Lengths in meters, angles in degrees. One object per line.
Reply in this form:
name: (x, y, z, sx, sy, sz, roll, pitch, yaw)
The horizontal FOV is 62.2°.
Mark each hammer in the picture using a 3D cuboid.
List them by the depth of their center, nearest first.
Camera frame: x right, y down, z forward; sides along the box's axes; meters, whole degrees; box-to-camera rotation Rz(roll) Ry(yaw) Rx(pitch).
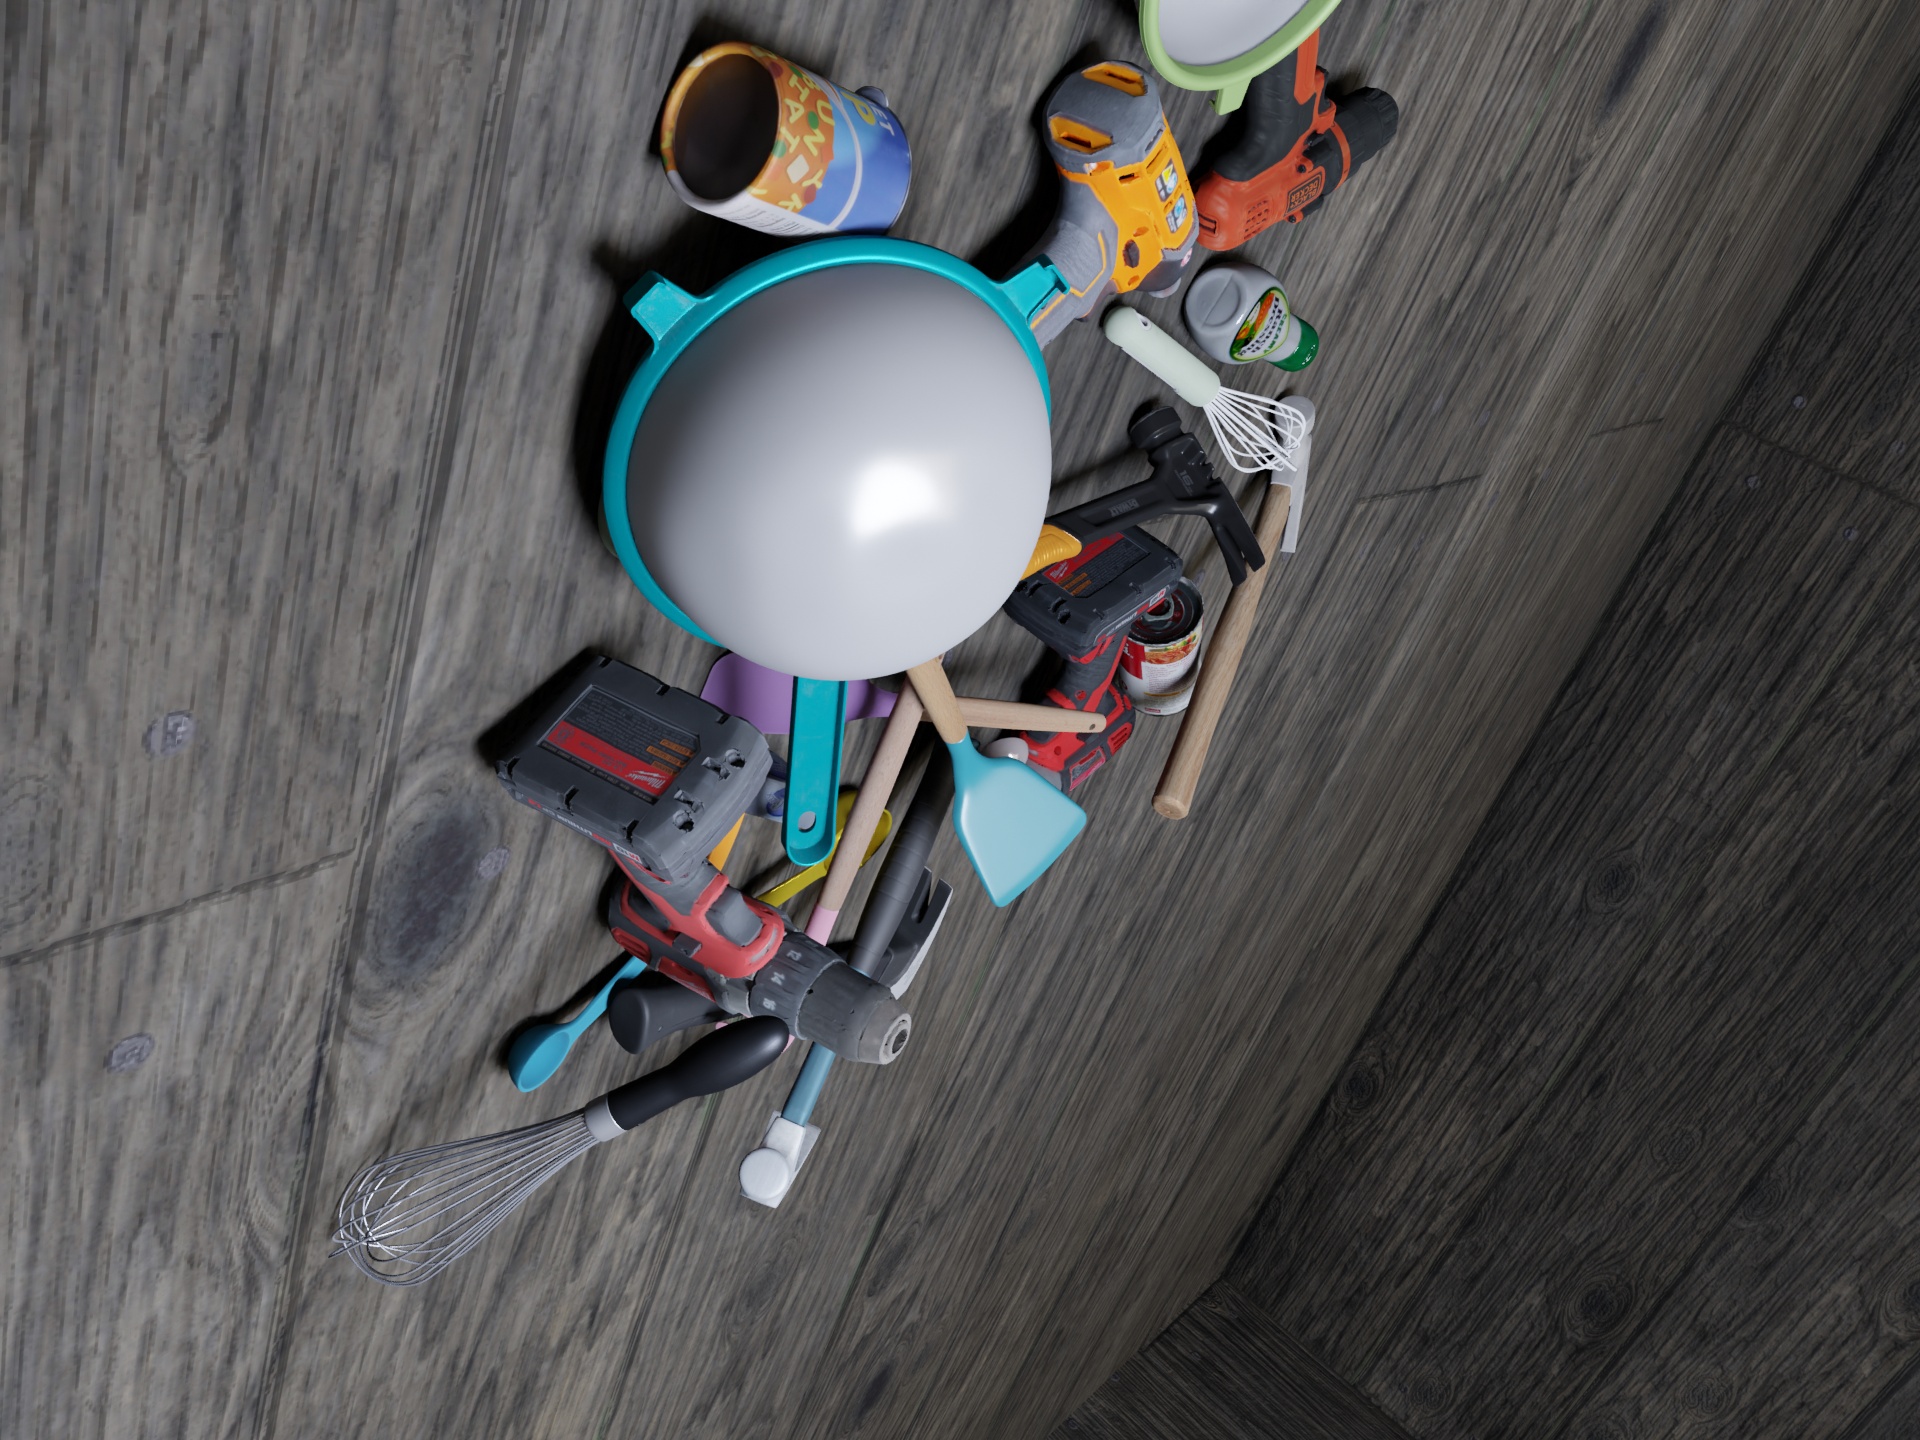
hammer: (0.045, -0.097, 0.959, 0.337, 0.127, 0.034, -24, 170, -36)
hammer: (-0.061, 0.149, 1.019, 0.128, 0.033, 0.331, 105, 8, -71)
hammer: (-0.115, 0.171, 1.064, 0.146, 0.035, 0.334, -60, 155, 13)
hammer: (0.208, -0.077, 1.200, 0.130, 0.031, 0.331, 69, 40, -63)

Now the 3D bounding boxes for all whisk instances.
whisk: (-0.212, 0.221, 0.836, 0.284, 0.070, 0.070, -28, 155, 10)
whisk: (0.162, -0.214, 1.044, 0.059, 0.058, 0.246, -39, 148, 23)

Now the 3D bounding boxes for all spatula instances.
spatula: (-0.001, -0.003, 0.880, 0.082, 0.044, 0.317, -44, 146, -12)
spatula: (-0.021, -0.010, 0.961, 0.315, 0.018, 0.059, 6, 118, -43)

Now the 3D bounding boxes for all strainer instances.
strainer: (-0.048, -0.041, 0.724, 0.211, 0.095, 0.340, -9, 130, -23)
strainer: (0.167, -0.428, 0.757, 0.256, 0.069, 0.151, -47, 154, 19)

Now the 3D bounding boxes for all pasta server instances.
pasta server: (-0.075, 0.082, 0.936, 0.060, 0.040, 0.316, -20, 136, -62)

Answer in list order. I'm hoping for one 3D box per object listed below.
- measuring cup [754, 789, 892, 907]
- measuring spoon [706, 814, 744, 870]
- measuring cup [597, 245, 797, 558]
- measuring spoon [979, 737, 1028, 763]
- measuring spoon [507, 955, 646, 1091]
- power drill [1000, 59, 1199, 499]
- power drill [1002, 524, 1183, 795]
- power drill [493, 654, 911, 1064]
measuring cup: (-0.113, 0.096, 1.012, 0.156, 0.029, 0.062, -33, 149, -20)
measuring spoon: (-0.153, 0.090, 0.946, 0.117, 0.011, 0.021, -66, 160, 7)
measuring cup: (-0.104, -0.136, 0.729, 0.167, 0.038, 0.083, -58, 153, 13)
measuring spoon: (0.041, 0.051, 1.100, 0.034, 0.018, 0.124, -19, 145, 4)
measuring spoon: (-0.218, 0.161, 0.927, 0.129, 0.021, 0.042, -48, 160, -33)
power drill: (0.048, -0.211, 0.850, 0.226, 0.084, 0.164, -57, 154, -4)
power drill: (0.074, -0.029, 1.112, 0.143, 0.079, 0.219, -36, 151, -31)
power drill: (-0.121, 0.086, 0.805, 0.080, 0.188, 0.226, -53, 152, -26)
